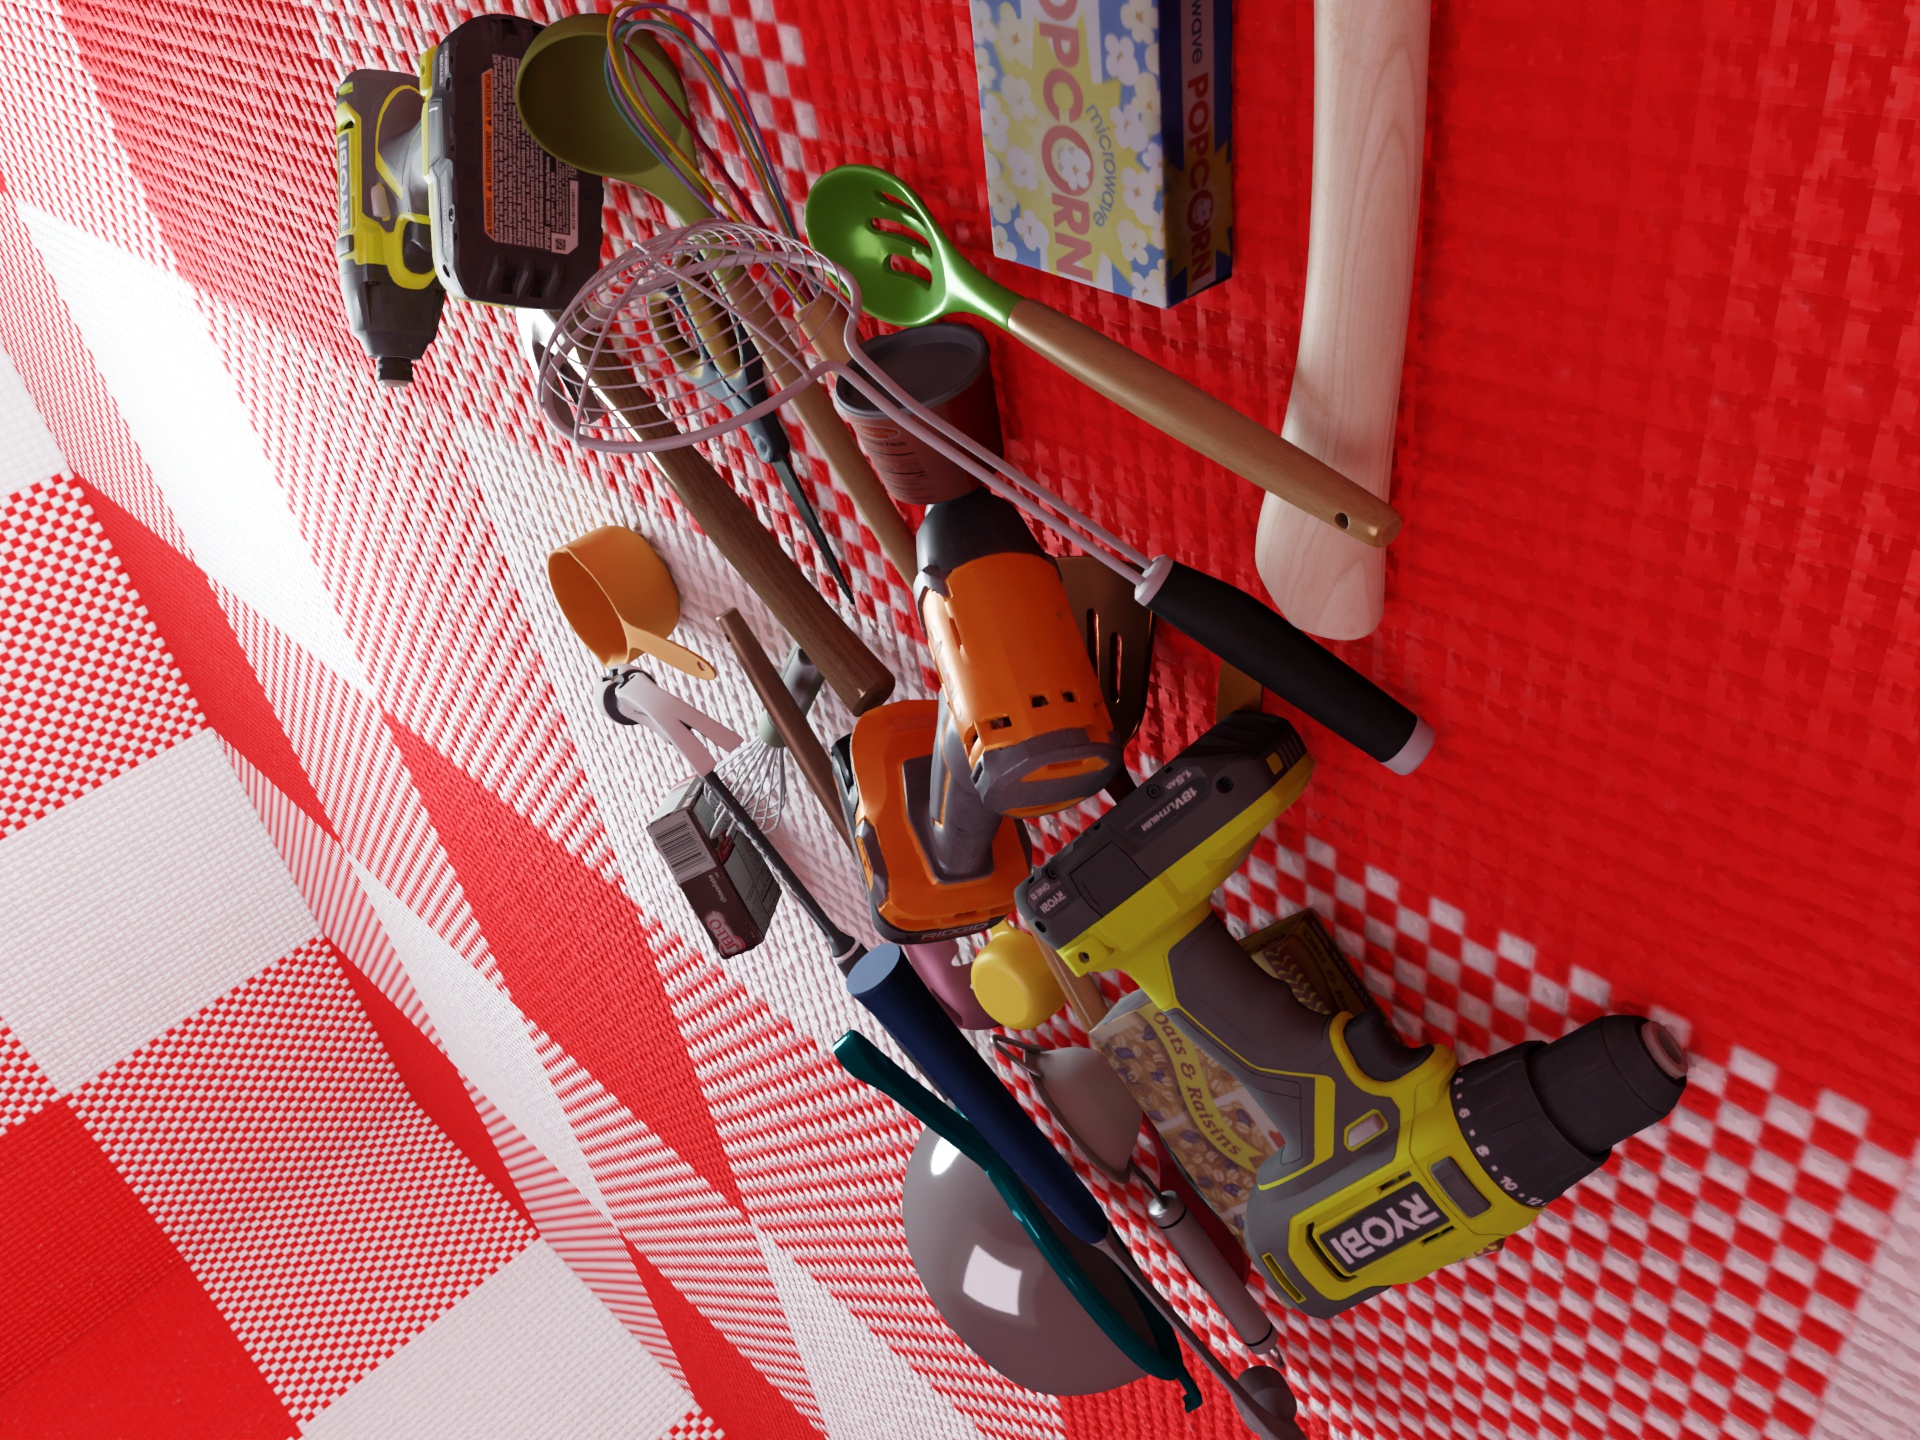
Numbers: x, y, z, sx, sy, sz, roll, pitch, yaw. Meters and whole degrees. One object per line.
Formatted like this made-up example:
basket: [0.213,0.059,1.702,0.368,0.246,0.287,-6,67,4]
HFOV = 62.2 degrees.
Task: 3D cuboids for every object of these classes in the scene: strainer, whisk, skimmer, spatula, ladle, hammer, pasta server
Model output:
strainer: [0.107,0.252,0.845,0.258,0.050,0.087,55,-171,-15]
whisk: [-0.081,-0.203,0.706,0.244,0.051,0.047,56,-165,-17]
skimmer: [0.011,-0.073,0.611,0.363,0.127,0.090,33,145,-5]
spatula: [0.106,0.071,0.757,0.081,0.041,0.322,11,133,52]
ladle: [0.087,0.191,0.903,0.069,0.031,0.315,-15,106,57]
hammer: [0.123,-0.191,0.449,0.146,0.038,0.410,28,142,36]
hammer: [0.079,0.275,0.833,0.405,0.035,0.144,52,180,-16]
strainer: [0.000,0.279,0.893,0.340,0.095,0.211,49,-177,-41]
pasta server: [-0.055,0.066,0.945,0.060,0.040,0.316,-1,122,54]
hammer: [-0.077,0.132,0.990,0.408,0.036,0.149,55,162,-26]
hammer: [-0.149,-0.132,0.890,0.331,0.031,0.130,50,151,14]
ladle: [-0.099,-0.184,0.757,0.078,0.062,0.320,-25,104,31]
whisk: [-0.117,0.011,0.992,0.058,0.059,0.246,38,144,4]

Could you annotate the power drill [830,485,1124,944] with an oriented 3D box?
power drill: [-0.001,-0.002,0.749,0.226,0.084,0.164,115,142,-58]

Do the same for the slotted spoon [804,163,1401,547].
slotted spoon: [0.040,-0.139,0.592,0.314,0.031,0.070,40,149,38]

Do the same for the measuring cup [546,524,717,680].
measuring cup: [-0.194,-0.069,1.014,0.174,0.052,0.095,26,140,37]

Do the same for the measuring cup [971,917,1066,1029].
measuring cup: [0.005,0.112,0.925,0.062,0.029,0.156,-29,96,48]

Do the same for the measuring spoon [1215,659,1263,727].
measuring spoon: [0.121,0.007,0.684,0.021,0.011,0.116,25,136,31]

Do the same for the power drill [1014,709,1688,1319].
power drill: [0.149,0.112,0.640,0.190,0.080,0.228,-43,83,32]

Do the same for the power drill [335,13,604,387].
power drill: [-0.274,-0.271,0.849,0.223,0.080,0.171,8,99,52]
